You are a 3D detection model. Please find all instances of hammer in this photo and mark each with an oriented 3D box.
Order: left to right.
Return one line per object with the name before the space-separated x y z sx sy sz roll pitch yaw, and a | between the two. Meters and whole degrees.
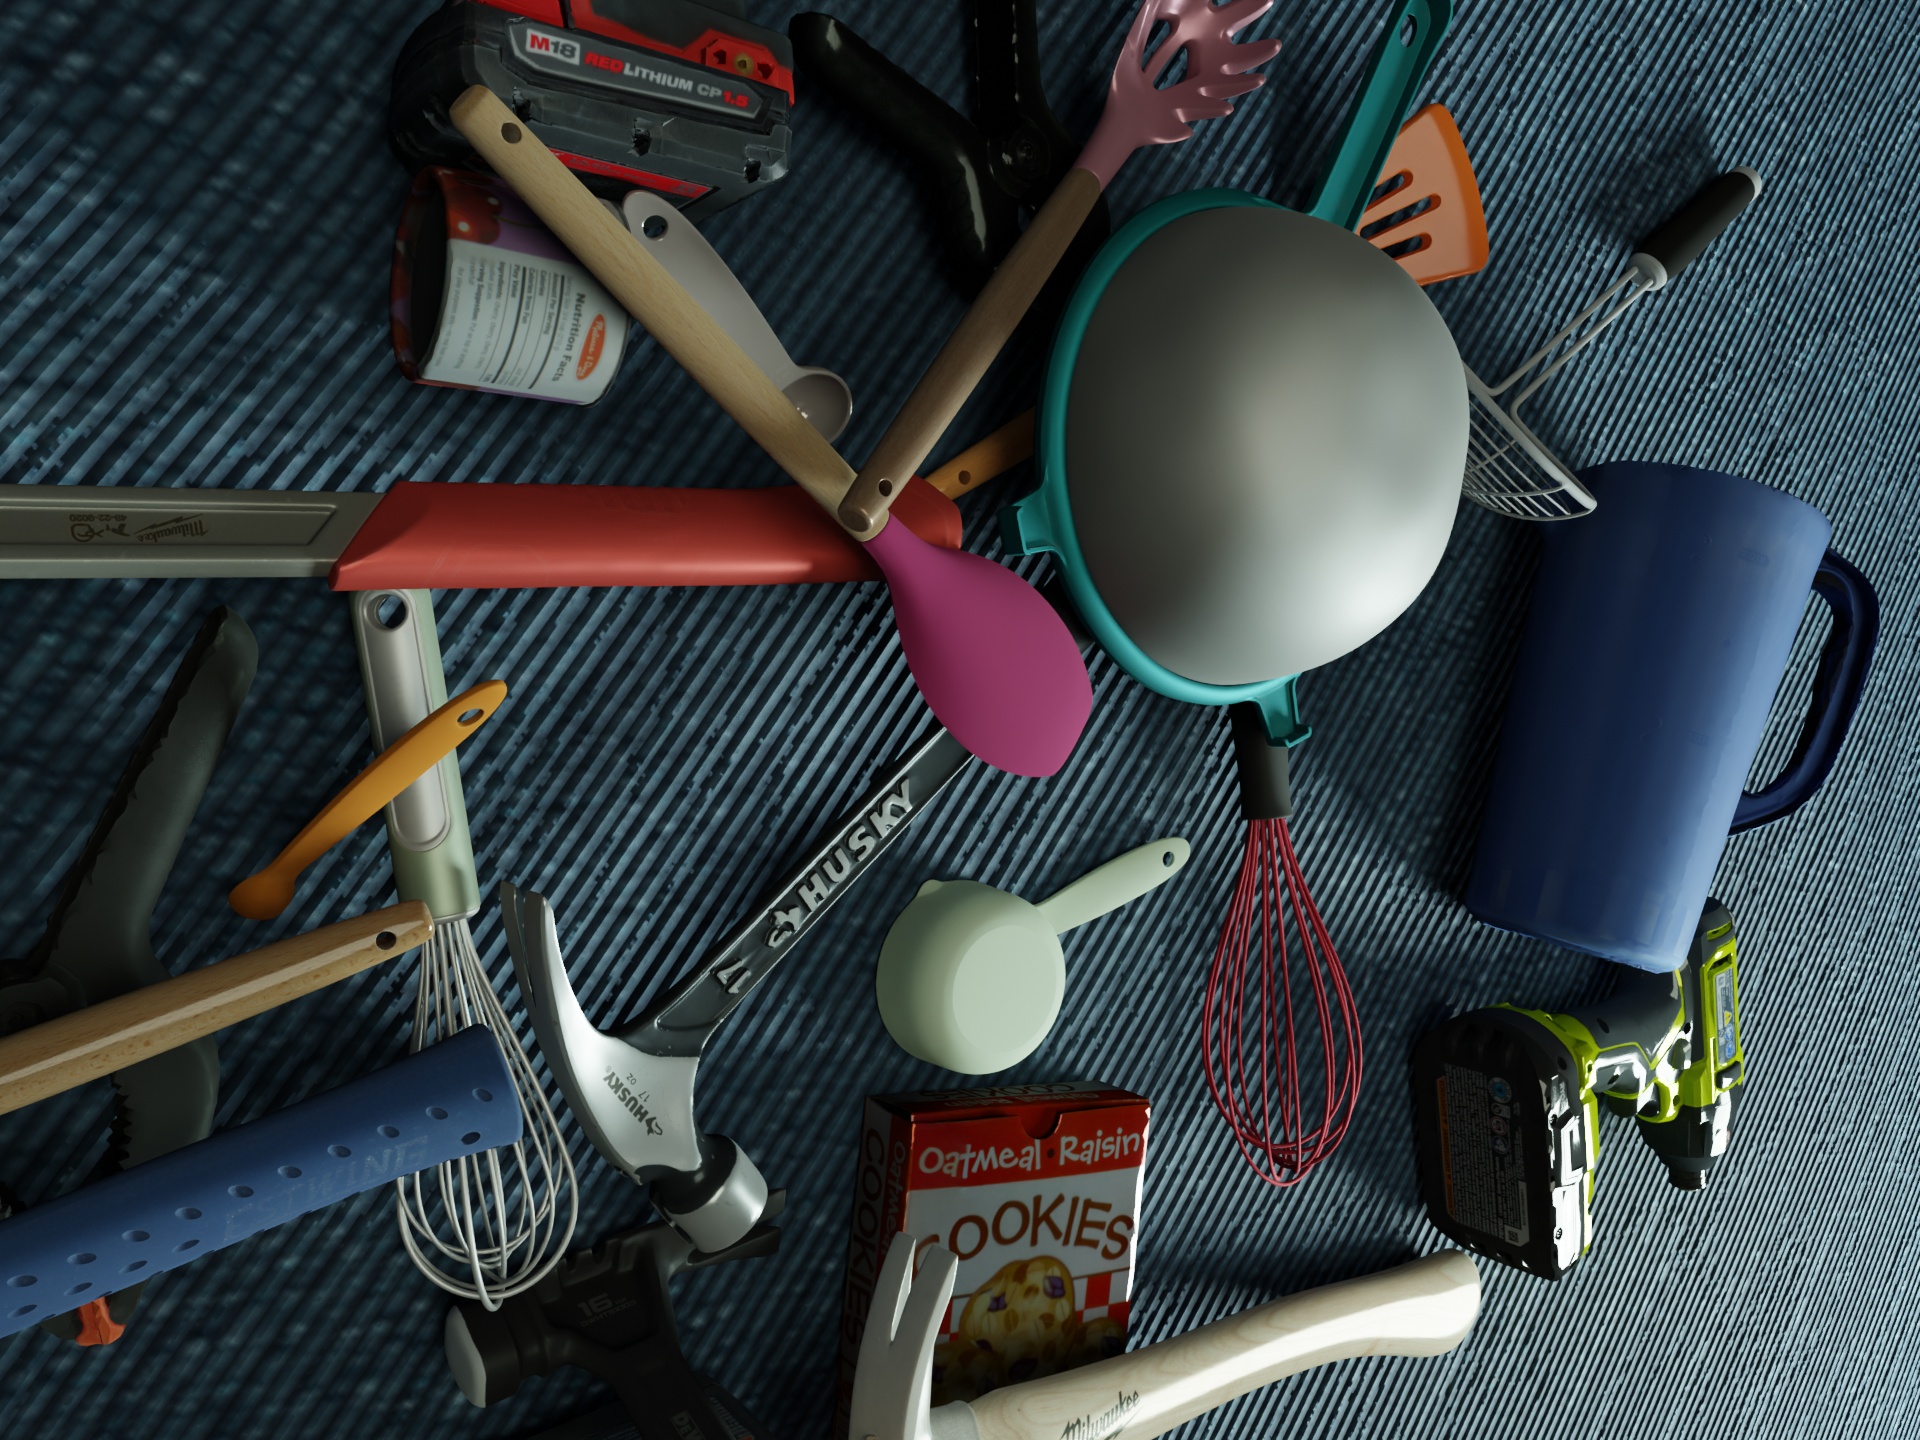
hammer | -0.306 0.162 0.379 0.405 0.035 0.144 -19 131 -28
hammer | -0.145 -0.050 0.495 0.359 0.036 0.149 -4 64 -38
hammer | -0.028 0.273 0.461 0.127 0.337 0.034 -12 126 -35
hammer | -0.001 -0.002 0.611 0.409 0.036 0.149 -47 123 -27
hammer | 0.115 0.269 0.690 0.410 0.038 0.146 5 89 -45

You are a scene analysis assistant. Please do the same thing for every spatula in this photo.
spatula | -0.295 0.104 0.405 0.317 0.044 0.082 -20 106 -25
spatula | 0.111 -0.171 0.686 0.322 0.041 0.081 -35 113 -26

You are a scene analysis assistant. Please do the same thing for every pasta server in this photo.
pasta server | 0.039 -0.185 0.586 0.060 0.040 0.316 45 57 -24

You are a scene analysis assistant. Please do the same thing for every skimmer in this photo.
skimmer | 0.340 -0.218 0.809 0.363 0.090 0.127 -40 85 -28

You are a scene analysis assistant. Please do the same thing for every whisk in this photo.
whisk | -0.167 0.070 0.513 0.058 0.059 0.246 -8 95 -7
whisk | 0.139 0.063 0.718 0.073 0.073 0.296 -4 90 -34

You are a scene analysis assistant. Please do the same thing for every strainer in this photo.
strainer | 0.162 -0.165 0.641 0.210 0.095 0.340 32 77 -36

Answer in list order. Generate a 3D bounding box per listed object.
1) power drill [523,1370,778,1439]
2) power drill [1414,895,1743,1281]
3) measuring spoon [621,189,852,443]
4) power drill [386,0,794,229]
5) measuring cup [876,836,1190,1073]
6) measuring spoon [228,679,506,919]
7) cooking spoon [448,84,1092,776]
power drill | -0.100 0.359 0.564 0.164 0.084 0.226 -10 103 -35
power drill | 0.349 0.203 0.861 0.223 0.080 0.171 -14 102 -36
measuring spoon | -0.079 -0.139 0.552 0.034 0.018 0.124 -40 137 3
power drill | -0.130 -0.285 0.491 0.187 0.080 0.227 3 89 -35
measuring cup | 0.043 0.088 0.661 0.167 0.038 0.083 -25 107 -28
measuring spoon | -0.178 0.026 0.481 0.117 0.011 0.021 -38 160 13
cooking spoon | -0.045 -0.081 0.530 0.318 0.017 0.069 44 65 -36
